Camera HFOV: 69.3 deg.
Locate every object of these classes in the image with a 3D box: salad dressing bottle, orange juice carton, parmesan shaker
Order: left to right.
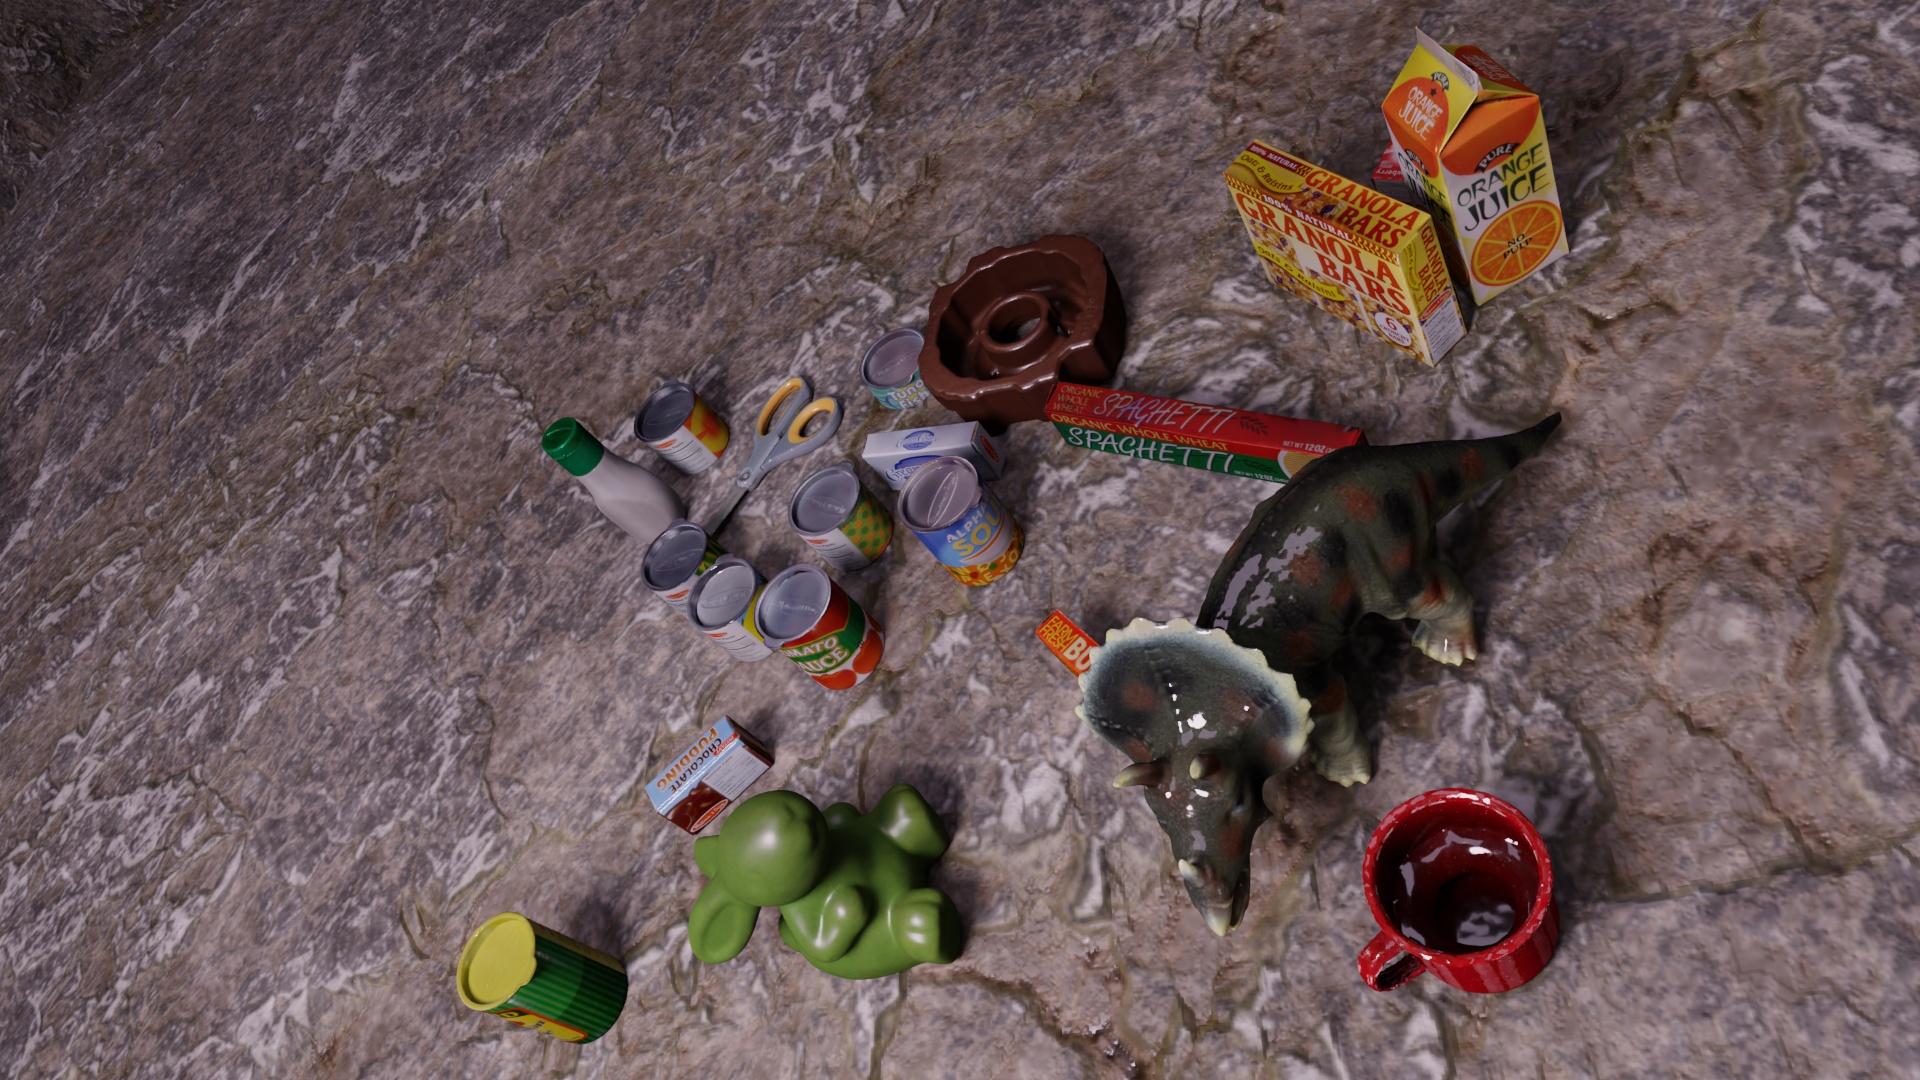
[{"bbox_3d":[-0.289,0.309,0.972,0.071,0.102,0.071,-16,52,22],"label":"parmesan shaker"},{"bbox_3d":[-0.299,-0.051,1.201,0.064,0.147,0.044,-10,55,26],"label":"salad dressing bottle"},{"bbox_3d":[0.341,-0.254,0.925,0.073,0.192,0.072,-32,48,9],"label":"orange juice carton"}]

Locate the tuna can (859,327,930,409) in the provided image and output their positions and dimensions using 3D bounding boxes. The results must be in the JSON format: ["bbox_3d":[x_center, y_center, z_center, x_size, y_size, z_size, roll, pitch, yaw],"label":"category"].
[{"bbox_3d":[-0.050,-0.146,1.195,0.071,0.032,0.071,-16,52,21],"label":"tuna can"}]

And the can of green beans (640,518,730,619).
[{"bbox_3d":[-0.223,0.027,1.161,0.071,0.057,0.071,-16,52,22],"label":"can of green beans"}]

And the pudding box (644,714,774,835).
[{"bbox_3d":[-0.188,0.176,1.041,0.084,0.049,0.030,-43,47,-2],"label":"pudding box"}]

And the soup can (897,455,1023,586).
[{"bbox_3d":[0.004,-0.013,1.034,0.071,0.083,0.072,-16,52,22],"label":"soup can"}]

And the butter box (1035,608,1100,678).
[{"bbox_3d":[0.097,0.091,0.926,0.024,0.053,0.104,-45,47,-3],"label":"butter box"}]

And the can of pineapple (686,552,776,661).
[{"bbox_3d":[-0.175,0.054,1.113,0.071,0.057,0.071,-16,52,22],"label":"can of pineapple"}]

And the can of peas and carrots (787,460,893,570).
[{"bbox_3d":[-0.094,-0.019,1.115,0.071,0.058,0.071,-16,52,22],"label":"can of peas and carrots"}]

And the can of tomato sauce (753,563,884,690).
[{"bbox_3d":[-0.105,0.068,1.044,0.071,0.083,0.071,-16,52,22],"label":"can of tomato sauce"}]

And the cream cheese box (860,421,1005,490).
[{"bbox_3d":[-0.022,-0.067,1.108,0.103,0.053,0.024,-4,57,29],"label":"cream cheese box"}]

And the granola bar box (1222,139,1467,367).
[{"bbox_3d":[0.271,-0.204,0.979,0.039,0.124,0.166,-45,47,-3],"label":"granola bar box"}]

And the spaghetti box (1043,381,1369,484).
[{"bbox_3d":[0.172,-0.075,0.999,0.250,0.050,0.029,14,67,37],"label":"spaghetti box"}]

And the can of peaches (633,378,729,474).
[{"bbox_3d":[-0.254,-0.104,1.271,0.071,0.058,0.071,-16,52,22],"label":"can of peaches"}]
